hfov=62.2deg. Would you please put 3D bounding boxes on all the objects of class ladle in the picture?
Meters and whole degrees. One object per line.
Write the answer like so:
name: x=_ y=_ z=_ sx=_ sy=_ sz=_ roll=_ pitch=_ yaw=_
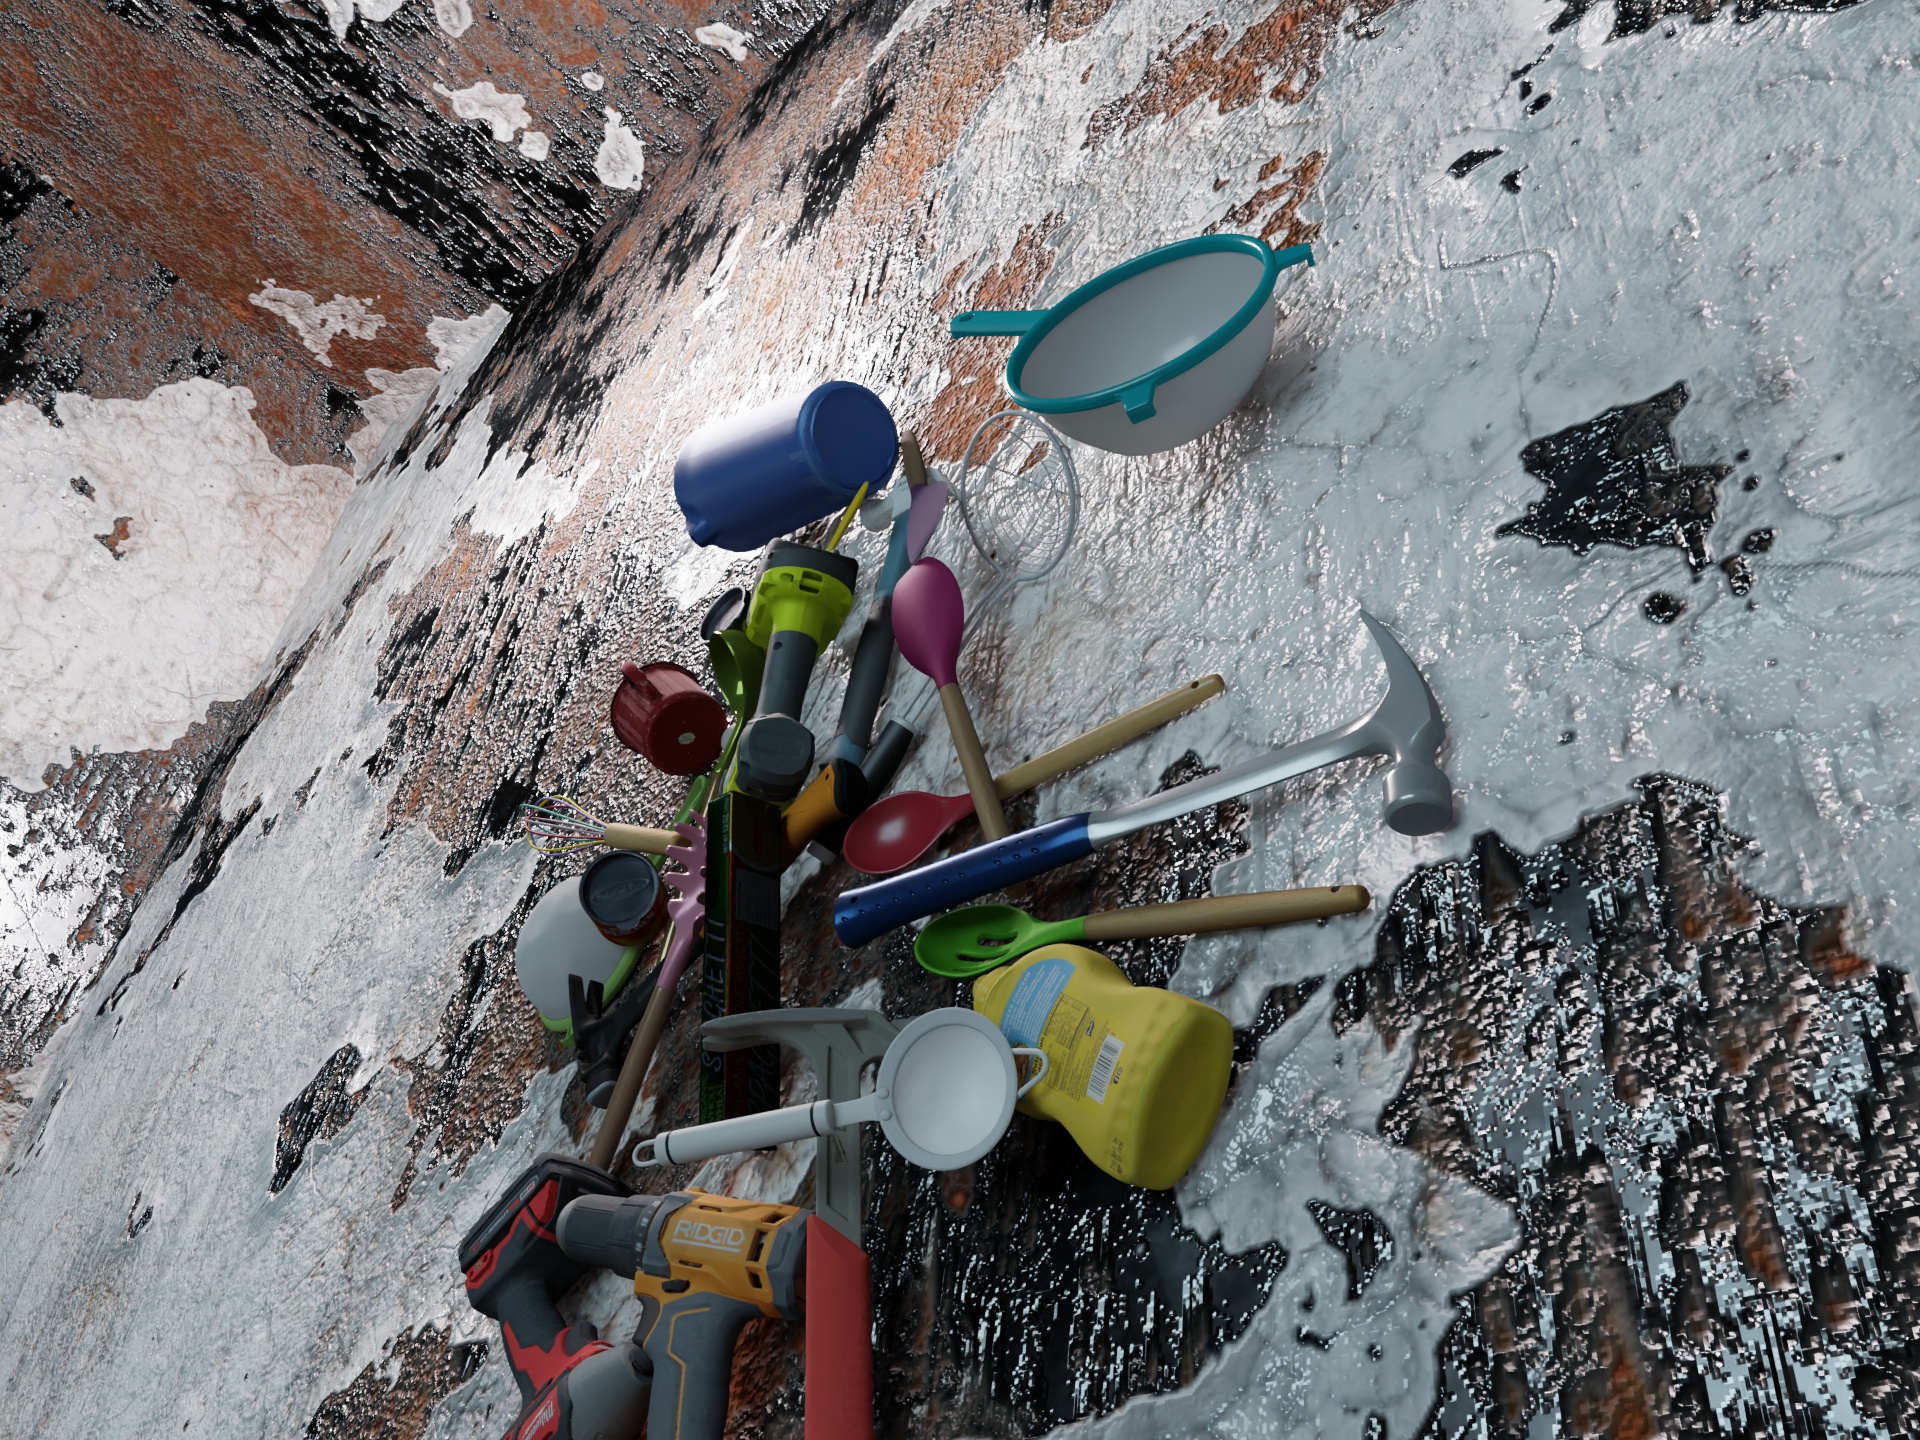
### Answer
ladle: x=0.043 y=0.036 z=1.069 sx=0.315 sy=0.031 sz=0.069 roll=-27 pitch=43 yaw=33
ladle: x=-0.222 y=0.067 z=1.347 sx=0.078 sy=0.062 sz=0.320 roll=127 pitch=158 yaw=-62

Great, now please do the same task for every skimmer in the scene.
skimmer: x=-0.026 y=-0.061 z=1.196 sx=0.127 sy=0.090 sz=0.363 roll=28 pitch=82 yaw=43

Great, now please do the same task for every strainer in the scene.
strainer: x=-0.310 y=0.146 z=1.385 sx=0.256 sy=0.069 sz=0.152 roll=-56 pitch=31 yaw=-3
strainer: x=-0.067 y=0.218 z=0.881 sx=0.258 sy=0.050 sz=0.087 roll=-15 pitch=62 yaw=15
strainer: x=0.108 y=-0.270 z=1.211 sx=0.211 sy=0.095 sz=0.341 roll=-44 pitch=32 yaw=-18

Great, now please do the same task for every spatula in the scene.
spatula: x=-0.035 y=-0.202 z=1.339 sx=0.059 sy=0.018 sz=0.316 roll=-57 pitch=17 yaw=18

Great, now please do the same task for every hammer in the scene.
hammer: x=-0.189 y=0.147 z=1.217 sx=0.337 sy=0.034 sz=0.127 roll=-46 pitch=41 yaw=19
hammer: x=-0.076 y=0.318 z=0.868 sx=0.036 sy=0.149 sz=0.359 roll=94 pitch=174 yaw=-48
hammer: x=0.090 y=0.058 z=0.938 sx=0.405 sy=0.035 sz=0.144 roll=-23 pitch=41 yaw=31
hammer: x=-0.065 y=-0.086 z=1.334 sx=0.128 sy=0.033 sz=0.331 roll=-25 pitch=41 yaw=40

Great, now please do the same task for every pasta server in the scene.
pasta server: x=-0.233 y=0.221 z=1.171 sx=0.060 sy=0.040 sz=0.316 roll=19 pitch=89 yaw=53

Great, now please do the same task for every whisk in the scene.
whisk: x=-0.311 y=0.093 z=1.375 sx=0.245 sy=0.051 sz=0.047 roll=3 pitch=39 yaw=45

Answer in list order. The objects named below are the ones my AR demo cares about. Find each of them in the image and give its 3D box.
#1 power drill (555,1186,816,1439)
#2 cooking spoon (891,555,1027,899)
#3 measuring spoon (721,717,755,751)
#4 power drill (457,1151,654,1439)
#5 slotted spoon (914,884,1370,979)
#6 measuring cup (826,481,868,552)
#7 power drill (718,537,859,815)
power drill: x=-0.186 y=0.382 z=0.921 sx=0.185 sy=0.084 sz=0.226 roll=1 pitch=54 yaw=25
cooking spoon: x=-0.002 y=-0.004 z=1.104 sx=0.068 sy=0.017 sz=0.319 roll=-42 pitch=43 yaw=24
measuring spoon: x=-0.173 y=-0.018 z=1.422 sx=0.124 sy=0.018 sz=0.034 roll=-48 pitch=31 yaw=6
power drill: x=-0.262 y=0.401 z=1.055 sx=0.143 sy=0.078 sz=0.220 roll=-47 pitch=34 yaw=9
slotted spoon: x=0.094 y=0.119 z=0.913 sx=0.314 sy=0.031 sz=0.070 roll=-14 pitch=24 yaw=43
measuring cup: x=-0.104 y=-0.143 z=1.402 sx=0.156 sy=0.029 sz=0.062 roll=-58 pitch=19 yaw=32
power drill: x=-0.148 y=-0.019 z=1.289 sx=0.171 sy=0.080 sz=0.223 roll=124 pitch=158 yaw=-60
